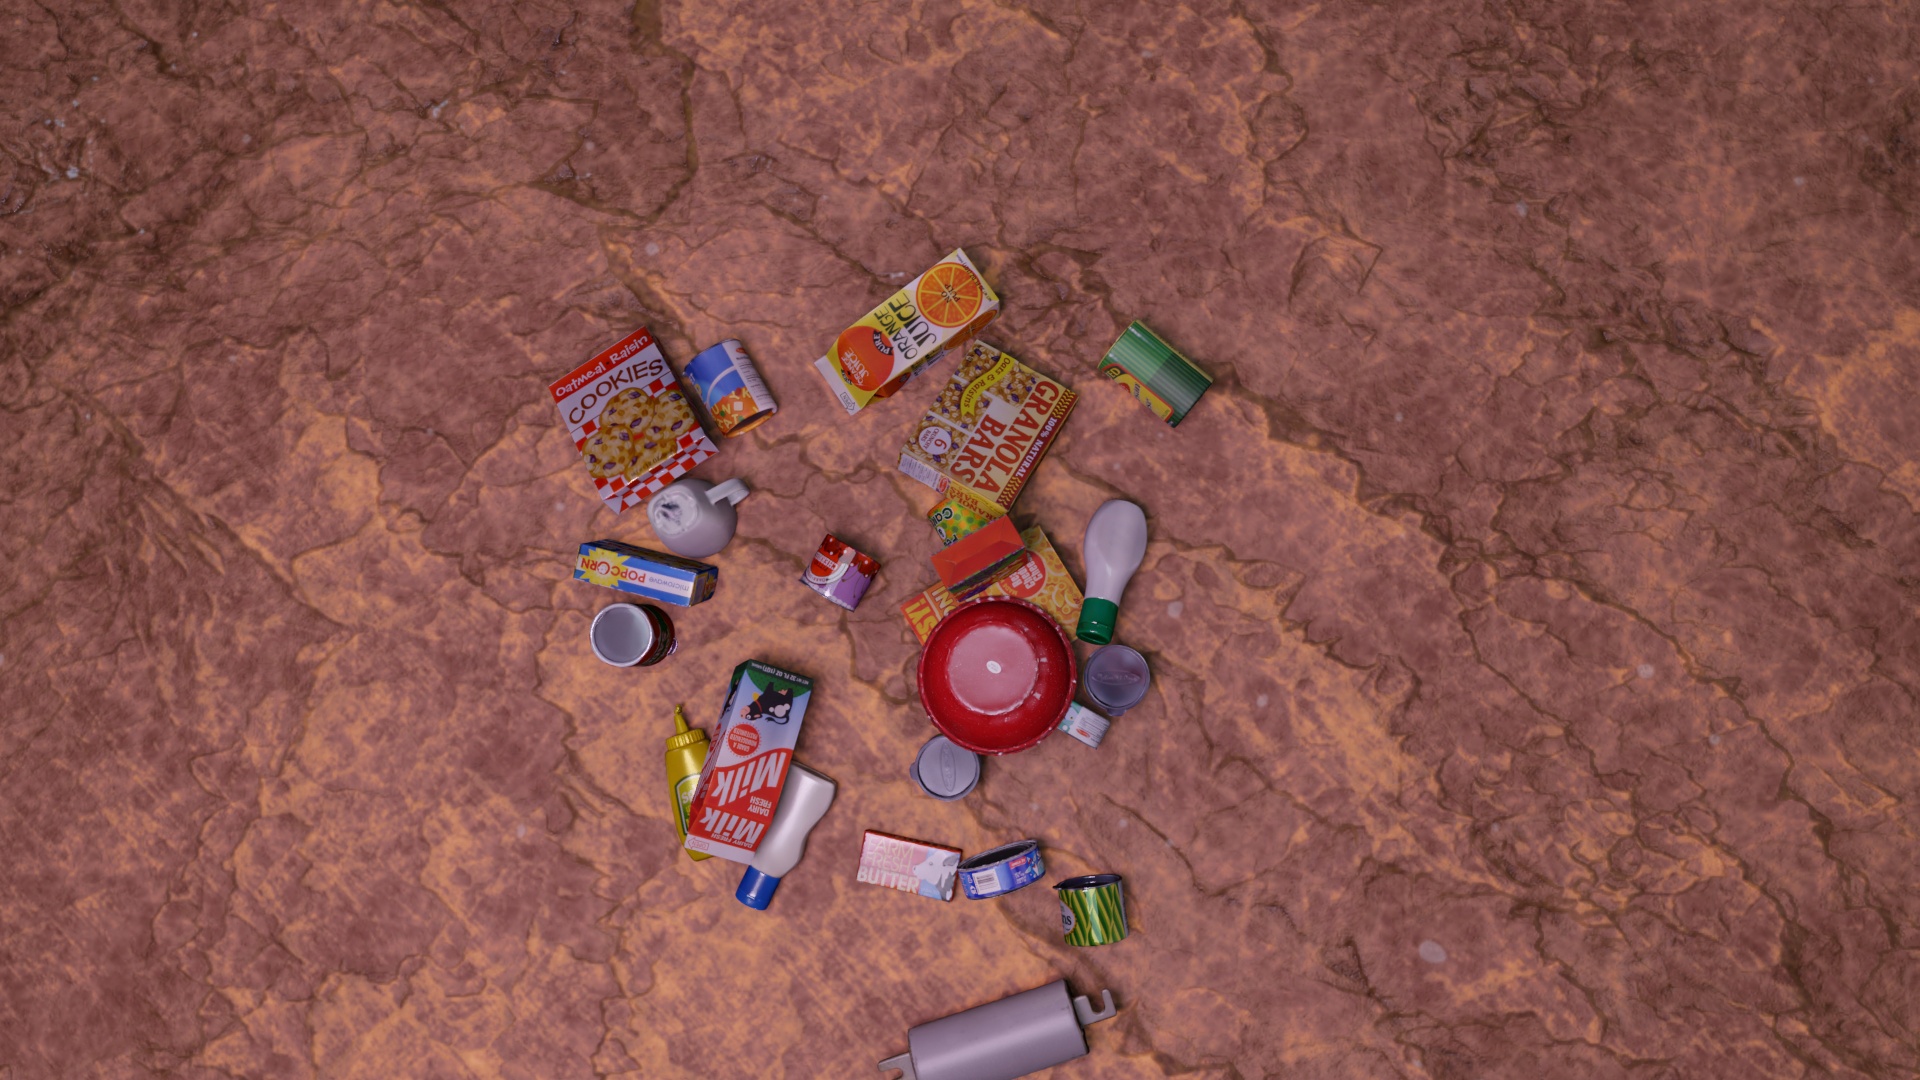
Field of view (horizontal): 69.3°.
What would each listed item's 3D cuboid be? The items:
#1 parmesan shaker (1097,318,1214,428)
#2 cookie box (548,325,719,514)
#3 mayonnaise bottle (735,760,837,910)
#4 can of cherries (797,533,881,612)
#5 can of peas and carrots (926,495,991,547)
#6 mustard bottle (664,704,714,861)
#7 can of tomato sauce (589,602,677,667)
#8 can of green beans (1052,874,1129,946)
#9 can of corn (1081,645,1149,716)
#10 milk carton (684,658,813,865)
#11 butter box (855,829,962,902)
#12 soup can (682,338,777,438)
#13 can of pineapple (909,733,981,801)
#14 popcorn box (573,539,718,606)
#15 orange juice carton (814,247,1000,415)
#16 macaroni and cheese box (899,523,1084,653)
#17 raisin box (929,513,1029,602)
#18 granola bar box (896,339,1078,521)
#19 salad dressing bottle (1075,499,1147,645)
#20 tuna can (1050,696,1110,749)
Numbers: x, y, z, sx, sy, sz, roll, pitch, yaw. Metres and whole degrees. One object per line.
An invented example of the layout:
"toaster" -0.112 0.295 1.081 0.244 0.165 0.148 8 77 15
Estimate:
"parmesan shaker" 0.202 -0.172 1.432 0.103 0.071 0.071 40 88 5
"cookie box" -0.340 -0.126 1.438 0.123 0.040 0.168 -32 62 -1
"mayonnaise bottle" -0.184 0.304 1.425 0.065 0.041 0.148 26 88 4
"can of cherries" -0.125 0.032 1.430 0.071 0.071 0.058 31 87 5
"can of peas and carrots" 0.005 -0.018 1.429 0.071 0.071 0.059 -30 84 0
"mustard bottle" -0.272 0.246 1.429 0.065 0.049 0.160 -18 85 -4
"can of tomato sauce" -0.335 0.098 1.427 0.071 0.083 0.071 0 85 3
"can of green beans" 0.133 0.370 1.392 0.071 0.071 0.058 -8 86 2
"can of corn" 0.157 0.142 1.414 0.071 0.058 0.071 0 85 2
"milk carton" -0.214 0.221 1.386 0.072 0.073 0.191 20 71 -16
"butter box" -0.053 0.333 1.424 0.103 0.024 0.053 12 87 4
"soup can" -0.242 -0.157 1.454 0.071 0.071 0.084 -30 85 0
"can of pineapple" -0.014 0.229 1.414 0.071 0.058 0.071 0 85 3
"popcorn box" -0.322 0.033 1.430 0.127 0.085 0.038 14 95 4
"orange juice carton" -0.056 -0.213 1.446 0.193 0.073 0.072 -36 85 0
"macaroni and cheese box" 0.040 0.078 1.434 0.166 0.040 0.124 -31 84 -1
"raisin box" 0.021 0.019 1.358 0.086 0.123 0.040 -30 81 0
"granola bar box" 0.029 -0.112 1.417 0.124 0.039 0.166 30 61 5
"salad dressing bottle" 0.150 0.032 1.408 0.064 0.044 0.148 22 66 -12
"tuna can" 0.116 0.181 1.411 0.071 0.071 0.033 30 87 4
